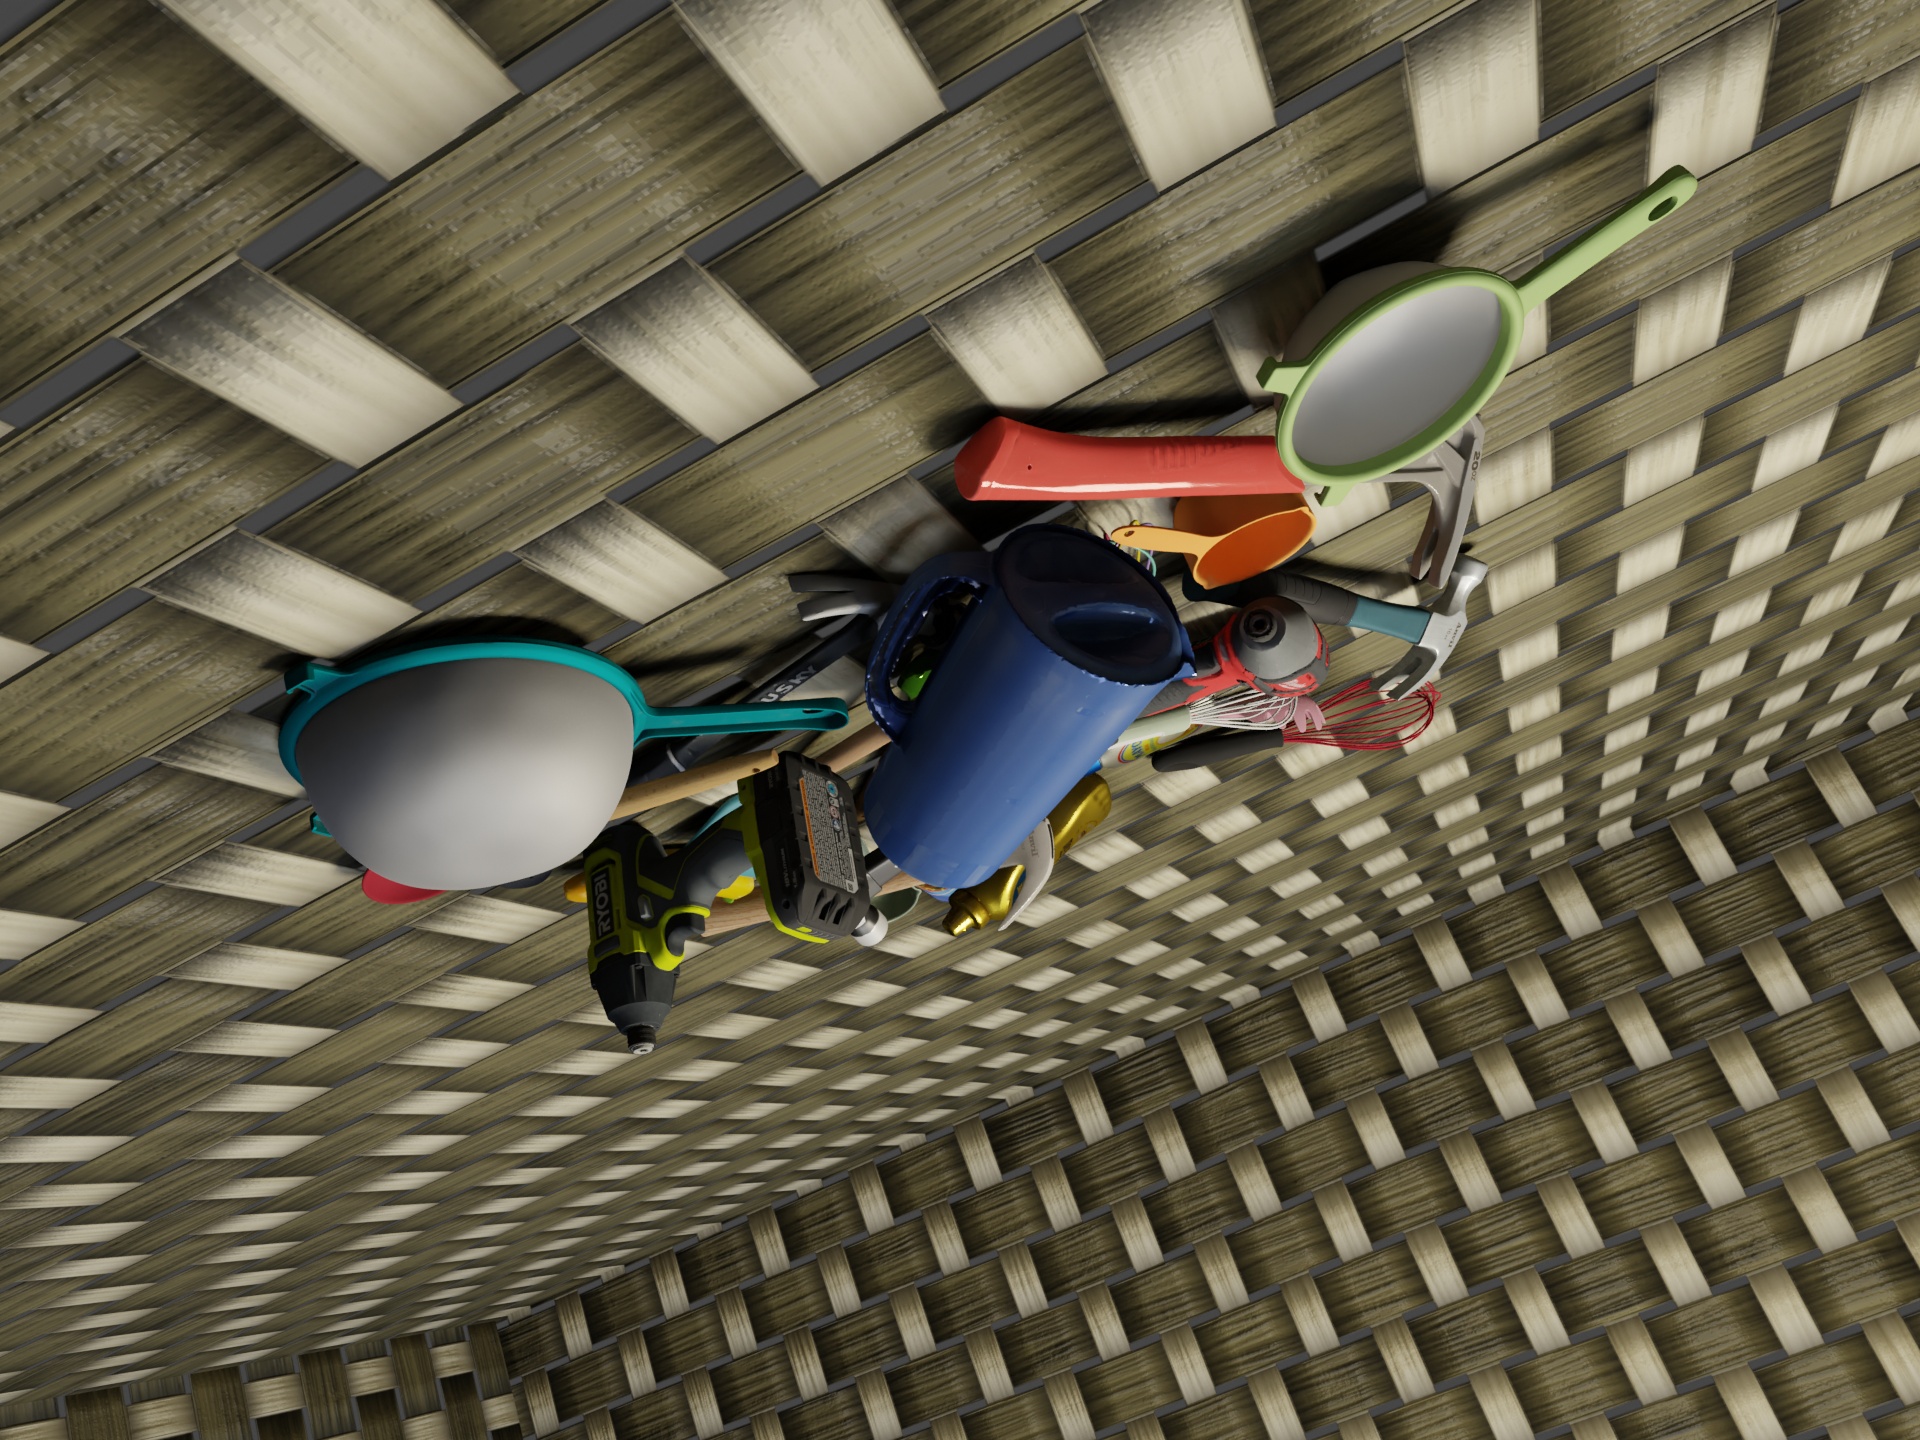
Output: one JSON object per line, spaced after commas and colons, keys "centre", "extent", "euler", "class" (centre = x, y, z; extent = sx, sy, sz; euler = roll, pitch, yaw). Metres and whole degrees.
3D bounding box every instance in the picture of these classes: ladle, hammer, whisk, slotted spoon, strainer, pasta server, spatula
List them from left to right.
{"centre": [-0.267, 0.068, 1.079], "extent": [0.315, 0.031, 0.069], "euler": [-17, 150, 14], "class": "ladle"}
{"centre": [-0.225, 0.038, 0.959], "extent": [0.340, 0.095, 0.211], "euler": [-4, 152, -20], "class": "strainer"}
{"centre": [-0.185, 0.017, 1.088], "extent": [0.409, 0.036, 0.149], "euler": [-32, 155, 27], "class": "hammer"}
{"centre": [-0.097, 0.042, 1.189], "extent": [0.082, 0.044, 0.317], "euler": [18, 146, -37], "class": "spatula"}
{"centre": [-0.078, 0.142, 1.393], "extent": [0.331, 0.130, 0.031], "euler": [-14, 172, 12], "class": "hammer"}
{"centre": [-0.044, 0.014, 1.228], "extent": [0.070, 0.031, 0.313], "euler": [-7, 157, -21], "class": "slotted spoon"}
{"centre": [0.022, 0.058, 1.307], "extent": [0.335, 0.035, 0.146], "euler": [-34, 139, 1], "class": "hammer"}
{"centre": [0.119, -0.082, 1.128], "extent": [0.051, 0.047, 0.244], "euler": [-8, 164, 8], "class": "whisk"}
{"centre": [0.185, 0.013, 1.429], "extent": [0.316, 0.040, 0.060], "euler": [-12, -166, -18], "class": "pasta server"}
{"centre": [0.184, -0.004, 1.287], "extent": [0.246, 0.059, 0.058], "euler": [-14, 180, -32], "class": "whisk"}
{"centre": [0.164, -0.144, 0.955], "extent": [0.359, 0.037, 0.149], "euler": [-6, 116, -25], "class": "hammer"}
{"centre": [0.327, 0.011, 1.539], "extent": [0.296, 0.073, 0.073], "euler": [-12, 158, -7], "class": "whisk"}
{"centre": [0.291, -0.090, 1.236], "extent": [0.330, 0.033, 0.128], "euler": [7, 109, -41], "class": "hammer"}
{"centre": [0.273, -0.236, 0.877], "extent": [0.256, 0.069, 0.151], "euler": [-34, 148, 10], "class": "strainer"}

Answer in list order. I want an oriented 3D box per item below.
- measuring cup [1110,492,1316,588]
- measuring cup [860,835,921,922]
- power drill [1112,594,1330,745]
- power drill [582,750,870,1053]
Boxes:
{"centre": [0.152, -0.133, 1.024], "extent": [0.173, 0.052, 0.095], "euler": [0, 151, -40], "class": "measuring cup"}
{"centre": [-0.089, 0.135, 1.481], "extent": [0.083, 0.038, 0.167], "euler": [-19, 142, -1], "class": "measuring cup"}
{"centre": [0.146, -0.032, 1.126], "extent": [0.219, 0.079, 0.143], "euler": [-16, 167, 17], "class": "power drill"}
{"centre": [-0.179, 0.131, 1.152], "extent": [0.223, 0.171, 0.080], "euler": [-28, 148, 26], "class": "power drill"}
